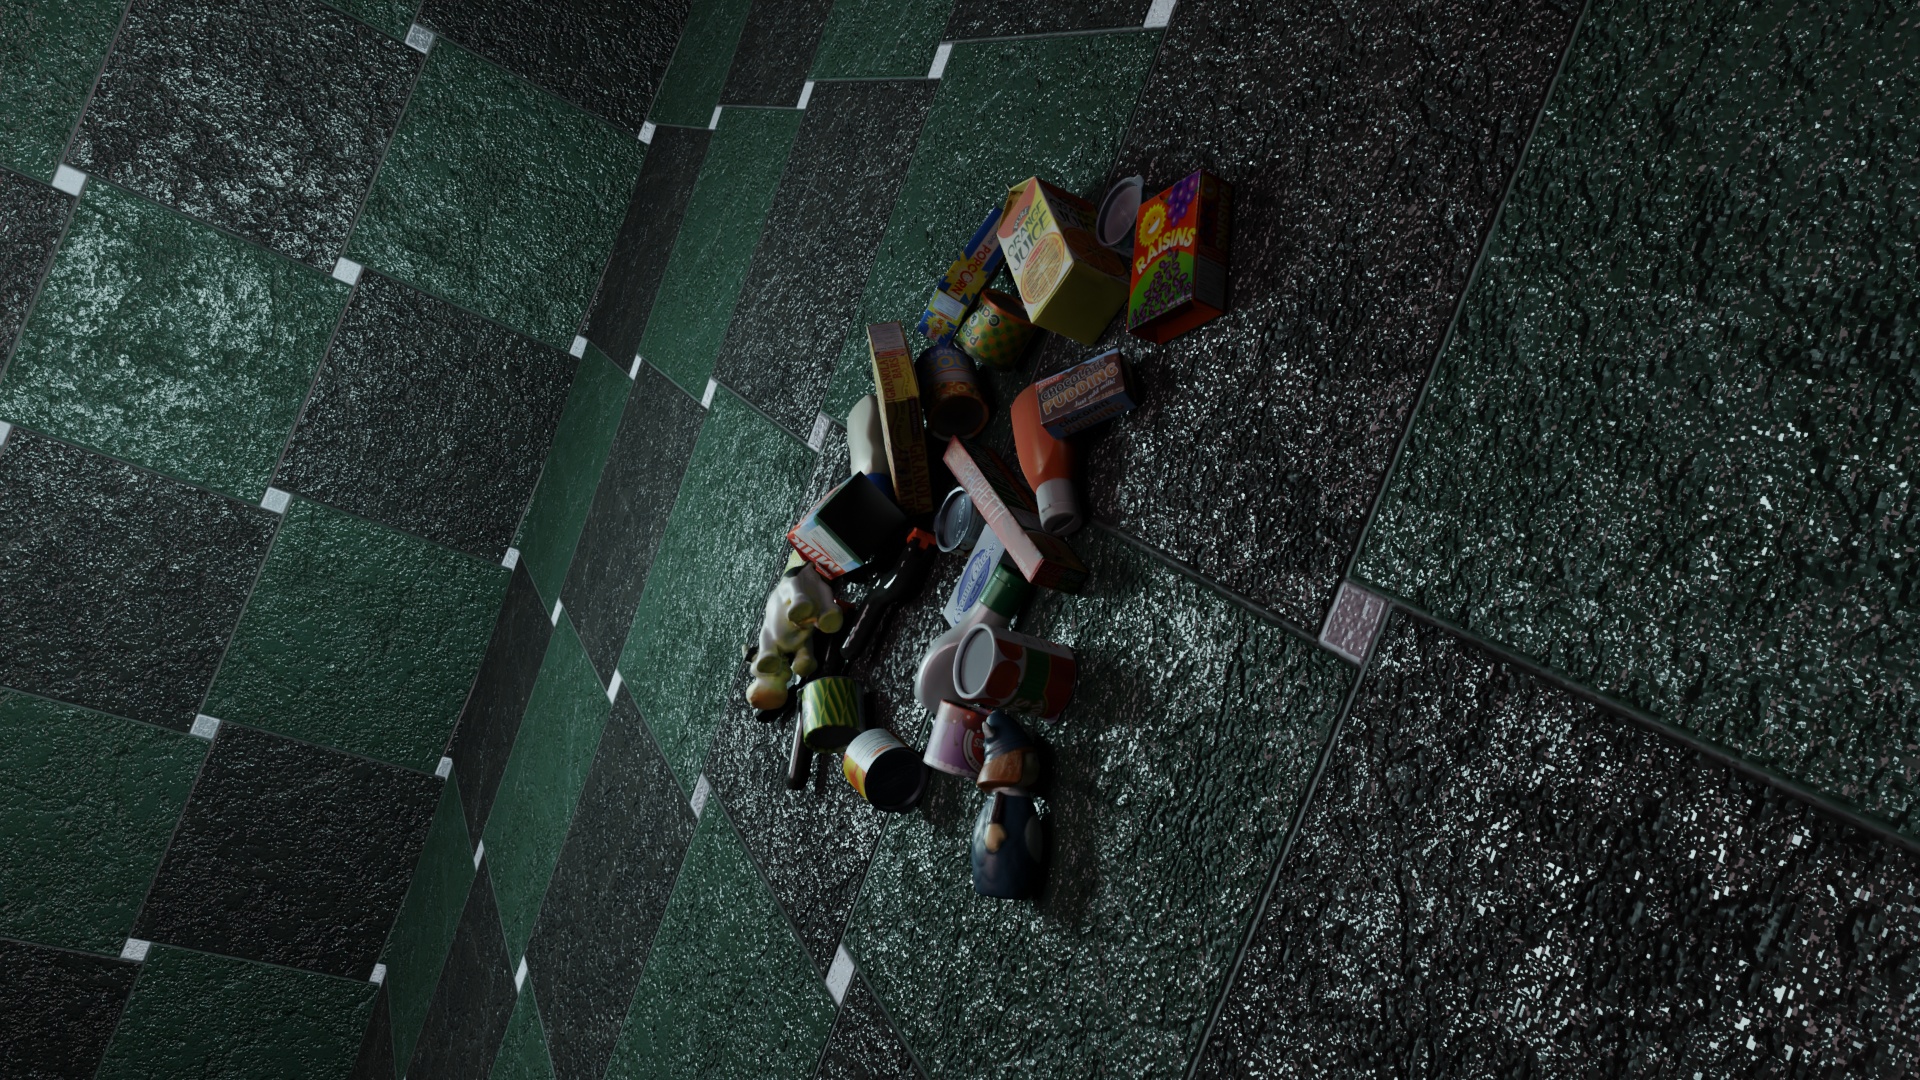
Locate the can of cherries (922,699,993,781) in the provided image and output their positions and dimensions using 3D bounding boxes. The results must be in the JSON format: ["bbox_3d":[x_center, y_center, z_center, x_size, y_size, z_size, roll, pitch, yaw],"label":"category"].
[{"bbox_3d":[0.008,0.176,1.223,0.071,0.071,0.058,13,85,61],"label":"can of cherries"}]

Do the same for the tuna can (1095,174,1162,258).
[{"bbox_3d":[0.156,-0.292,1.250,0.070,0.033,0.071,-36,46,48],"label":"tuna can"}]

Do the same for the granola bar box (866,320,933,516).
[{"bbox_3d":[-0.061,-0.126,1.444,0.164,0.039,0.125,84,174,-47],"label":"granola bar box"}]

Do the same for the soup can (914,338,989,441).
[{"bbox_3d":[-0.009,-0.154,1.428,0.071,0.071,0.084,-53,35,32],"label":"soup can"}]

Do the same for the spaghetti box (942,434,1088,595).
[{"bbox_3d":[0.046,-0.028,1.283,0.028,0.050,0.251,-61,30,18],"label":"spaghetti box"}]

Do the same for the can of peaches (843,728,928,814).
[{"bbox_3d":[-0.072,0.223,1.339,0.058,0.071,0.071,25,97,61],"label":"can of peaches"}]

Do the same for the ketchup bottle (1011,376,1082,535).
[{"bbox_3d":[0.081,-0.074,1.251,0.064,0.043,0.149,-38,44,36],"label":"ketchup bottle"}]

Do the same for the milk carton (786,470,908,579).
[{"bbox_3d":[-0.130,-0.012,1.512,0.072,0.073,0.190,-47,8,-19],"label":"milk carton"}]

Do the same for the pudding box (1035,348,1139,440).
[{"bbox_3d":[0.110,-0.128,1.212,0.083,0.030,0.050,-21,53,23],"label":"pudding box"}]

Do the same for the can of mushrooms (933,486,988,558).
[{"bbox_3d":[0.005,-0.017,1.365,0.070,0.033,0.071,-35,47,49],"label":"can of mushrooms"}]

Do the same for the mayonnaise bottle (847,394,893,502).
[{"bbox_3d":[-0.100,-0.094,1.583,0.064,0.041,0.149,-48,39,41],"label":"mayonnaise bottle"}]

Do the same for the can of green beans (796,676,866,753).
[{"bbox_3d":[-0.133,0.184,1.463,0.071,0.071,0.058,-45,39,40],"label":"can of green beans"}]

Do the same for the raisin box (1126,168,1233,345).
[{"bbox_3d":[0.183,-0.237,1.166,0.086,0.040,0.124,-21,56,56],"label":"raisin box"}]

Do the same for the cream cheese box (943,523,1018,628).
[{"bbox_3d":[0.021,0.041,1.315,0.103,0.024,0.053,-64,28,15],"label":"cream cheese box"}]

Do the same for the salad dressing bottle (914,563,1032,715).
[{"bbox_3d":[0.014,0.091,1.268,0.147,0.064,0.044,-58,12,10],"label":"salad dressing bottle"}]

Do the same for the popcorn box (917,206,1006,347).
[{"bbox_3d":[0.011,-0.268,1.413,0.127,0.038,0.085,-58,2,-27],"label":"popcorn box"}]

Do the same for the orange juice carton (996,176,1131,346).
[{"bbox_3d":[0.092,-0.276,1.313,0.072,0.072,0.193,-53,35,32],"label":"orange juice carton"}]

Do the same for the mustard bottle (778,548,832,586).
[{"bbox_3d":[-0.173,0.023,1.637,0.065,0.049,0.160,39,109,58],"label":"mustard bottle"}]

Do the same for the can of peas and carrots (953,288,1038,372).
[{"bbox_3d":[0.035,-0.210,1.377,0.058,0.071,0.071,-59,32,24],"label":"can of peas and carrots"}]

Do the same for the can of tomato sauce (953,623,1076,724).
[{"bbox_3d":[0.045,0.112,1.173,0.071,0.083,0.071,-37,45,47],"label":"can of tomato sauce"}]
